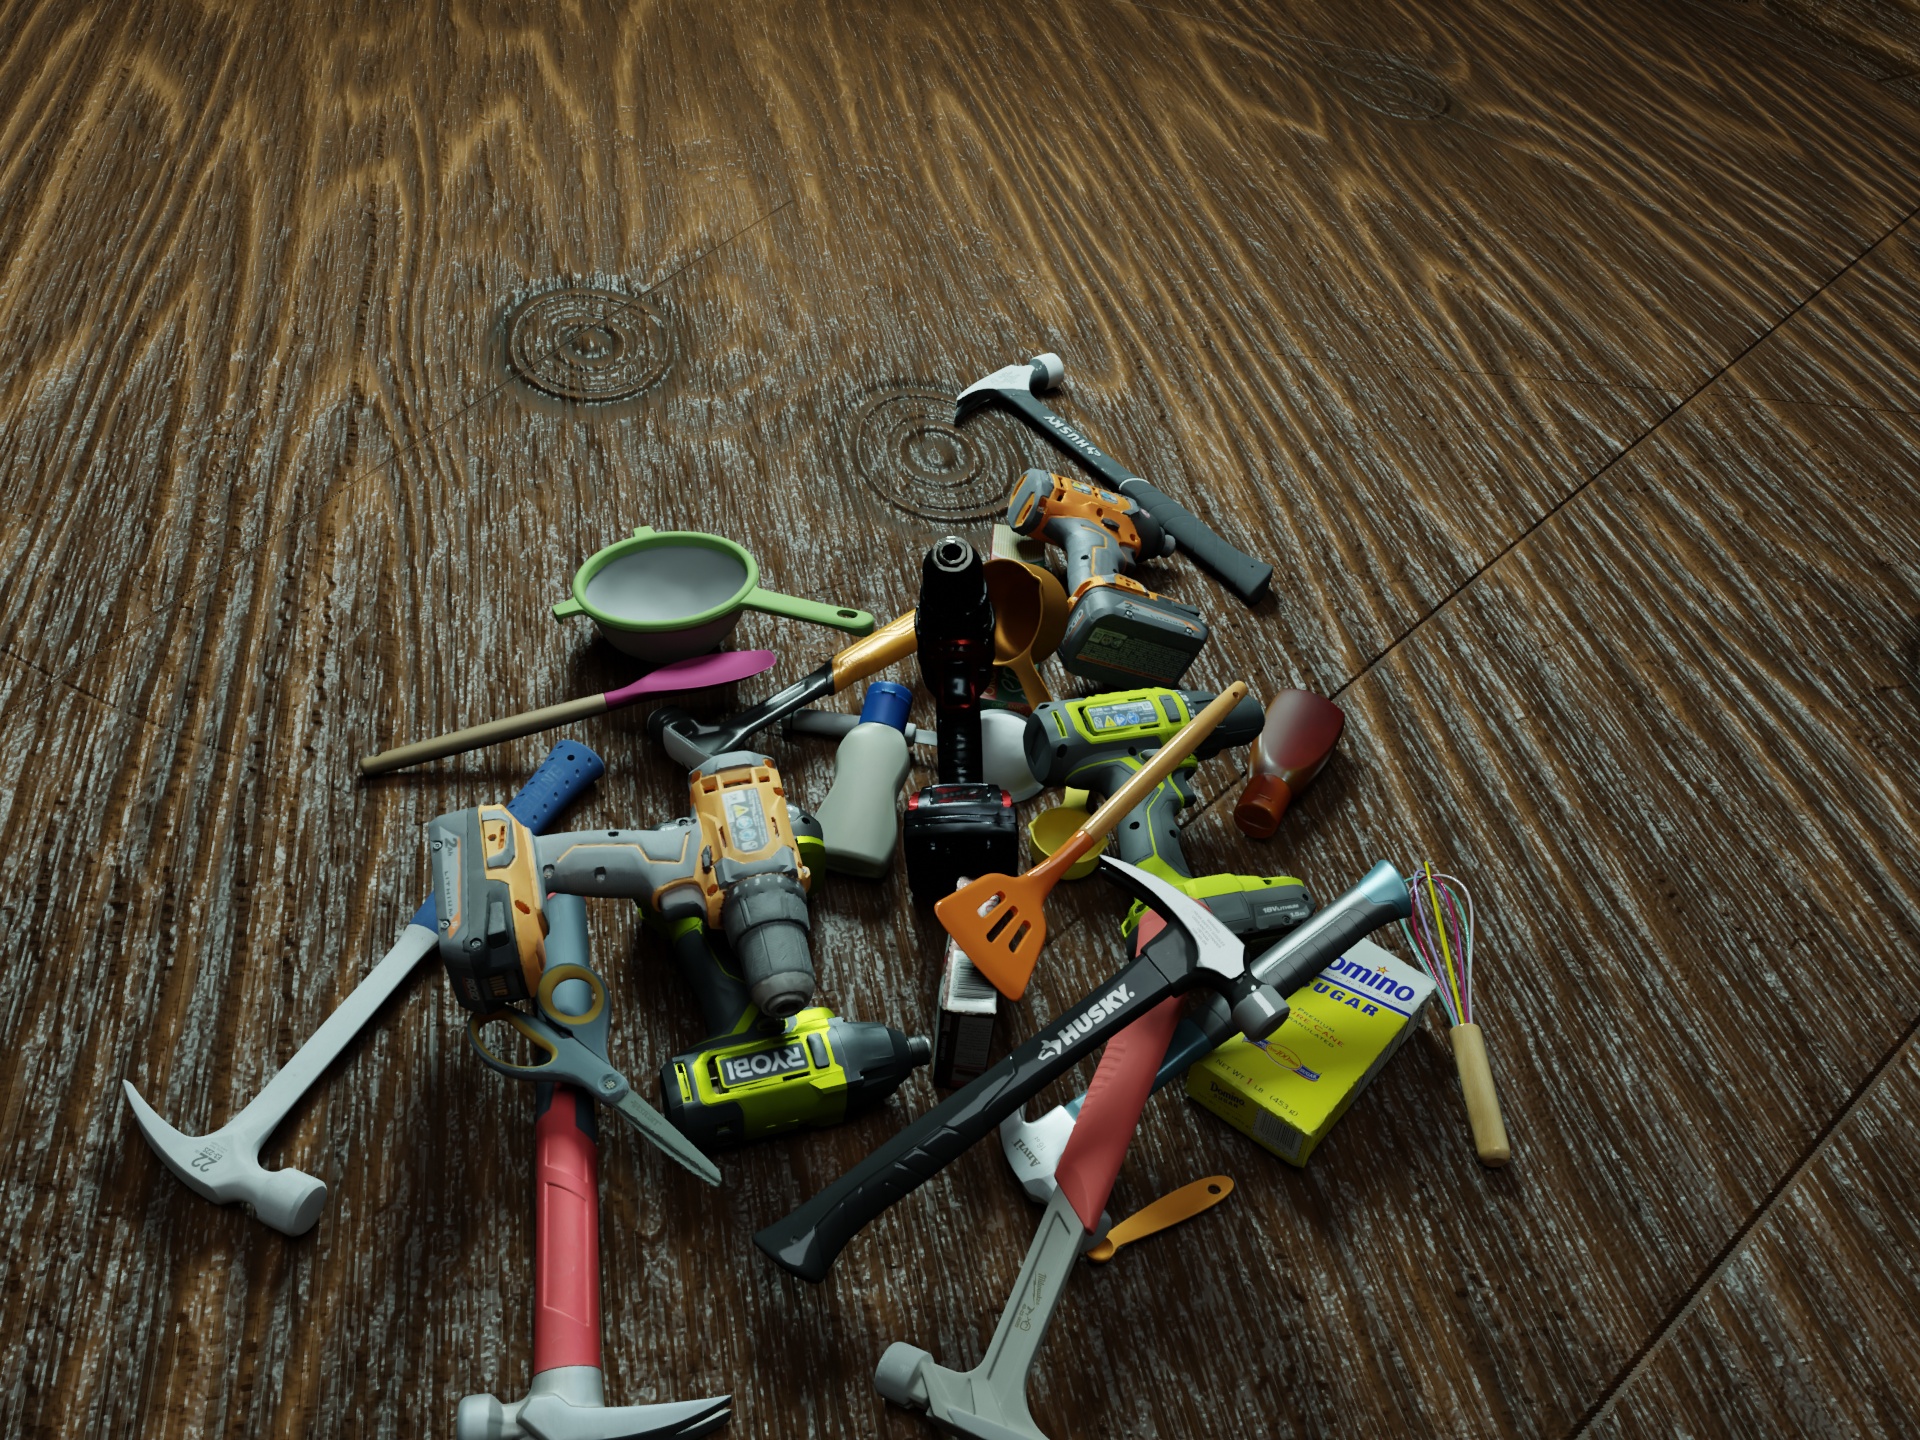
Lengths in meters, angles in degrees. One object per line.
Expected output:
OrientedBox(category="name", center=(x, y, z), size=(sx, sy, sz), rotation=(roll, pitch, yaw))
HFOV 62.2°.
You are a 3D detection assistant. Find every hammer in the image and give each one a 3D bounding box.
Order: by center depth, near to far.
OrientedBox(category="hammer", center=(0.022, 0.216, 0.947), size=(0.335, 0.035, 0.146), rotation=(-34, 62, -11))
OrientedBox(category="hammer", center=(0.089, 0.258, 0.948), size=(0.149, 0.036, 0.359), rotation=(11, 52, 26))
OrientedBox(category="hammer", center=(-0.225, 0.253, 0.973), size=(0.143, 0.038, 0.387), rotation=(-2, 44, -13))
OrientedBox(category="hammer", center=(0.167, 0.197, 1.033), size=(0.331, 0.033, 0.128), rotation=(-33, 46, -15))
OrientedBox(category="hammer", center=(-0.370, 0.148, 1.064), size=(0.144, 0.035, 0.406), rotation=(20, 44, 12))
OrientedBox(category="hammer", center=(-0.081, -0.043, 1.280), size=(0.127, 0.034, 0.337), rotation=(29, 47, 35))
OrientedBox(category="hammer", center=(0.155, -0.240, 1.570), size=(0.149, 0.036, 0.409), rotation=(-24, 52, -29))

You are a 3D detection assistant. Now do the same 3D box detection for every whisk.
OrientedBox(category="whisk", center=(0.350, 0.199, 1.124), size=(0.051, 0.047, 0.245), rotation=(6, 46, -5))

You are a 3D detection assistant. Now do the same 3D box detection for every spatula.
OrientedBox(category="spatula", center=(0.105, 0.065, 1.091), size=(0.322, 0.041, 0.081), rotation=(-41, 90, -29))

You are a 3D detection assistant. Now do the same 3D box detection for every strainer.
OrientedBox(category="strainer", center=(-0.034, 0.013, 1.265), size=(0.258, 0.050, 0.087), rotation=(8, 57, 5))
OrientedBox(category="strainer", center=(-0.191, -0.082, 1.303), size=(0.256, 0.069, 0.151), rotation=(12, 38, 15))

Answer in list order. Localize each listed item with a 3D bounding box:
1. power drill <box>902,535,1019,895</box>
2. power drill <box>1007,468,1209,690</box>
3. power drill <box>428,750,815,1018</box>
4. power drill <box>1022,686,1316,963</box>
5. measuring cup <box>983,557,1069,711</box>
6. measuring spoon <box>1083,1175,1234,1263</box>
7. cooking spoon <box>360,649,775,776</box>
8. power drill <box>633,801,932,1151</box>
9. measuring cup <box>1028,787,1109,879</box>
OrientedBox(category="power drill", center=(-0.002, -0.004, 1.145), size=(0.080, 0.187, 0.227), rotation=(-2, 64, 0))
OrientedBox(category="power drill", center=(0.139, -0.125, 1.396), size=(0.164, 0.084, 0.227), rotation=(14, 38, -24))
OrientedBox(category="power drill", center=(-0.205, 0.119, 0.994), size=(0.226, 0.084, 0.186), rotation=(-10, 52, -13))
OrientedBox(category="power drill", center=(0.168, 0.073, 1.171), size=(0.190, 0.080, 0.229), rotation=(-7, 56, -20))
OrientedBox(category="measuring cup", center=(0.062, -0.050, 1.289), size=(0.052, 0.095, 0.174), rotation=(1, 59, -53))
OrientedBox(category="measuring spoon", center=(0.125, 0.311, 0.991), size=(0.117, 0.011, 0.021), rotation=(-16, 38, -29))
OrientedBox(category="cooking spoon", center=(-0.296, -0.007, 1.216), size=(0.319, 0.017, 0.069), rotation=(-15, 24, -10))
OrientedBox(category="power drill", center=(-0.127, 0.167, 1.058), size=(0.171, 0.080, 0.223), rotation=(-9, 49, -18))
OrientedBox(category="measuring cup", center=(0.089, 0.064, 1.238), size=(0.062, 0.029, 0.157), rotation=(12, 40, 4))
